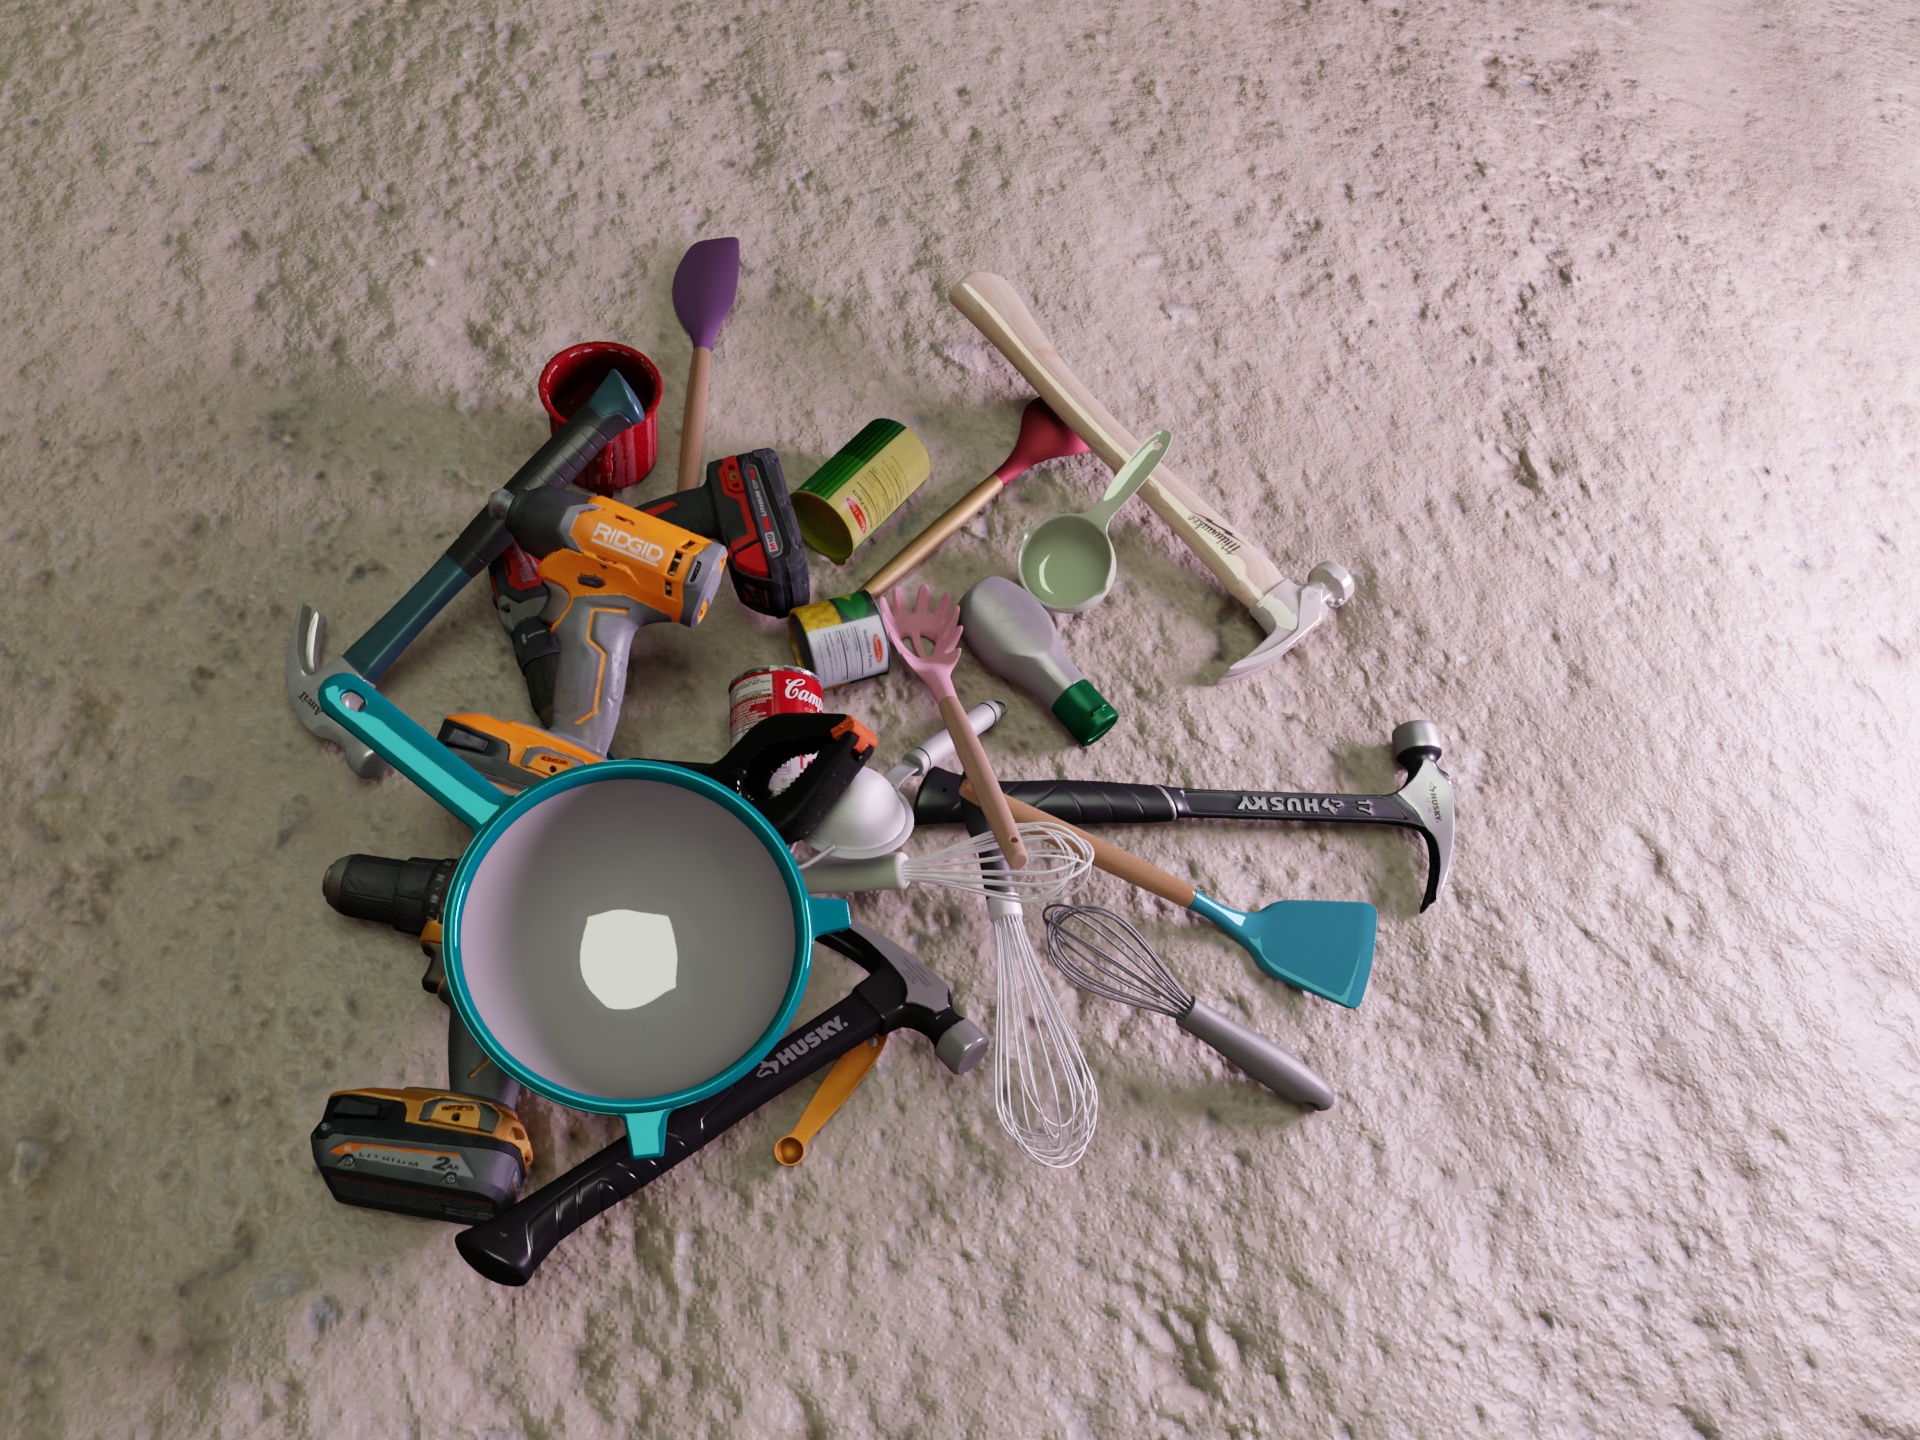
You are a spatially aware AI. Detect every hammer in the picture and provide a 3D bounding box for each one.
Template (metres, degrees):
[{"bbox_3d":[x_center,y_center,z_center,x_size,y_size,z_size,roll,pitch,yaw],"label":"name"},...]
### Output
[{"bbox_3d":[0.168,0.066,1.165,0.409,0.036,0.149,1,61,-8],"label":"hammer"},{"bbox_3d":[-0.151,0.232,0.973,0.335,0.035,0.146,-28,56,-33],"label":"hammer"},{"bbox_3d":[0.129,-0.210,1.293,0.146,0.038,0.411,-38,78,-25],"label":"hammer"},{"bbox_3d":[-0.345,-0.119,1.129,0.128,0.033,0.331,40,83,19],"label":"hammer"}]

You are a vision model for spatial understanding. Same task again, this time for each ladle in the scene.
[{"bbox_3d":[0.011,-0.179,1.290,0.069,0.031,0.315,39,63,14],"label":"ladle"}]

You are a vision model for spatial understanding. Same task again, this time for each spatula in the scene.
[{"bbox_3d":[-0.219,-0.286,1.319,0.060,0.018,0.316,-6,60,8],"label":"spatula"},{"bbox_3d":[0.144,0.108,1.105,0.317,0.044,0.082,26,62,-13],"label":"spatula"}]

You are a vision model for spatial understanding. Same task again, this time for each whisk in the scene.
[{"bbox_3d":[0.035,0.156,1.063,0.070,0.070,0.285,-6,65,-13],"label":"whisk"},{"bbox_3d":[0.153,0.192,1.058,0.239,0.055,0.055,34,59,-7],"label":"whisk"},{"bbox_3d":[-0.031,0.099,1.063,0.246,0.057,0.059,-5,27,18],"label":"whisk"}]

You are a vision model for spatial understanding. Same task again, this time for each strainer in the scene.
[{"bbox_3d":[-0.036,0.030,1.108,0.087,0.050,0.258,31,35,20],"label":"strainer"},{"bbox_3d":[-0.250,0.097,0.959,0.340,0.095,0.211,38,62,3],"label":"strainer"}]

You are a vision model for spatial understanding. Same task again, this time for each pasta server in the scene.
[{"bbox_3d":[-0.002,-0.004,1.109,0.060,0.040,0.317,-6,34,-13],"label":"pasta server"}]

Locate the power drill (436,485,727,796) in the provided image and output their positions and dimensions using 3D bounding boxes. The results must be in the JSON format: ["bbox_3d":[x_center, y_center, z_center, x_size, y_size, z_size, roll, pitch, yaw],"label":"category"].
[{"bbox_3d":[-0.274,-0.046,1.076,0.164,0.084,0.226,22,80,-4],"label":"power drill"}]

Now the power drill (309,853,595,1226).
[{"bbox_3d":[-0.330,0.184,0.992,0.185,0.084,0.226,11,54,-3],"label":"power drill"}]

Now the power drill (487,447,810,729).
[{"bbox_3d":[-0.227,-0.097,1.170,0.226,0.080,0.188,-14,69,-9],"label":"power drill"}]

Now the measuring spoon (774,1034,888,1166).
[{"bbox_3d":[-0.083,0.243,1.037,0.021,0.011,0.117,33,57,11],"label":"measuring spoon"}]

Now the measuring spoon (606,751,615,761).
[{"bbox_3d":[-0.305,0.022,1.122,0.128,0.021,0.042,15,59,-2],"label":"measuring spoon"}]

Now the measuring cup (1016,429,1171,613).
[{"bbox_3d":[0.113,-0.156,1.246,0.083,0.038,0.167,38,90,18],"label":"measuring cup"}]
